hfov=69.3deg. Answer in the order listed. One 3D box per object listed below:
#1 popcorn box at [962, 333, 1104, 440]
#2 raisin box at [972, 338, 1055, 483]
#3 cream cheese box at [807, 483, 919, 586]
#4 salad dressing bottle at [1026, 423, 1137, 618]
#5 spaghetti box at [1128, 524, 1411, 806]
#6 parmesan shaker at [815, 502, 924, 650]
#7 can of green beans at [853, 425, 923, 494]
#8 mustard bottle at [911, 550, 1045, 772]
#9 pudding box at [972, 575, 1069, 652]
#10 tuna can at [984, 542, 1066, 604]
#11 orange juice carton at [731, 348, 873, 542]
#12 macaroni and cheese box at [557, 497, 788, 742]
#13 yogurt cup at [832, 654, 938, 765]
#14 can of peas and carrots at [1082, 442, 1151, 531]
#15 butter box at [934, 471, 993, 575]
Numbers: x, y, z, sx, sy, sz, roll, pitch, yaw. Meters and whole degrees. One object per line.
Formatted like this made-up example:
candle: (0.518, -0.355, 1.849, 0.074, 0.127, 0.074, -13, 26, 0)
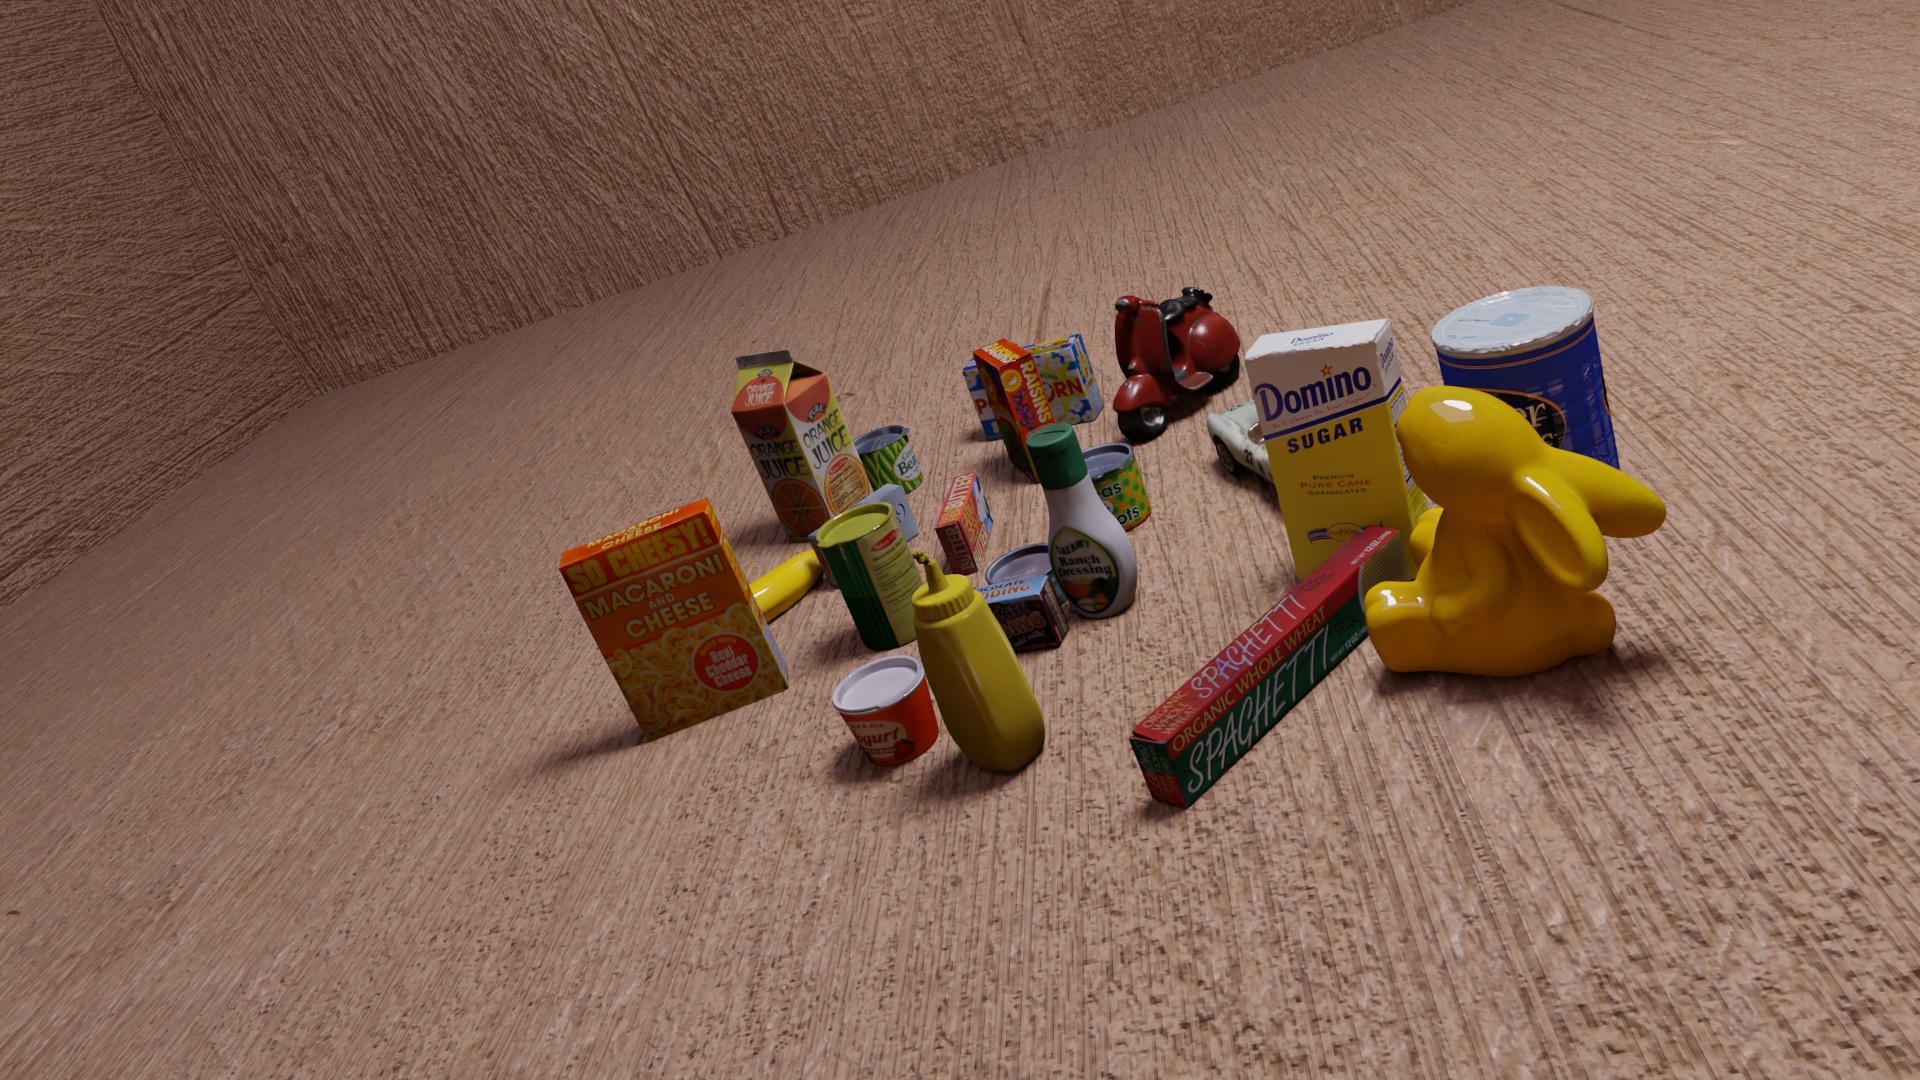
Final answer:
popcorn box: (0.075, -0.158, 1.444, 0.126, 0.085, 0.038, -10, 25, 25)
raisin box: (0.059, -0.126, 1.338, 0.040, 0.123, 0.086, -24, 23, -7)
cream cheese box: (-0.088, -0.006, 1.285, 0.104, 0.053, 0.024, -36, 27, -31)
salad dressing bottle: (0.088, -0.014, 1.033, 0.064, 0.147, 0.044, -5, 27, 33)
spaghetti box: (0.200, 0.073, 0.868, 0.251, 0.050, 0.028, -35, 26, -30)
parmesan shaker: (-0.069, 0.031, 1.124, 0.071, 0.102, 0.071, -18, 23, 8)
can of green beans: (-0.078, -0.079, 1.433, 0.071, 0.057, 0.071, -18, 23, 8)
mustard bottle: (0.005, 0.073, 0.893, 0.049, 0.159, 0.065, -36, 27, -32)
pudding box: (0.033, 0.058, 1.045, 0.083, 0.049, 0.030, -10, 25, 24)
tuna can: (0.056, 0.033, 1.103, 0.071, 0.032, 0.071, -18, 23, 8)
orange juice carton: (-0.160, -0.099, 1.374, 0.071, 0.192, 0.073, -4, 28, 36)
macaroni and cheese box: (-0.225, 0.063, 1.102, 0.124, 0.166, 0.040, -21, 22, -1)
yogurt cup: (-0.049, 0.120, 0.971, 0.072, 0.053, 0.073, -18, 23, 8)
can of peas and carrots: (0.123, -0.042, 1.179, 0.071, 0.058, 0.071, -18, 23, 8)
butter box: (0.004, -0.015, 1.228, 0.024, 0.053, 0.104, -14, 24, 17)
